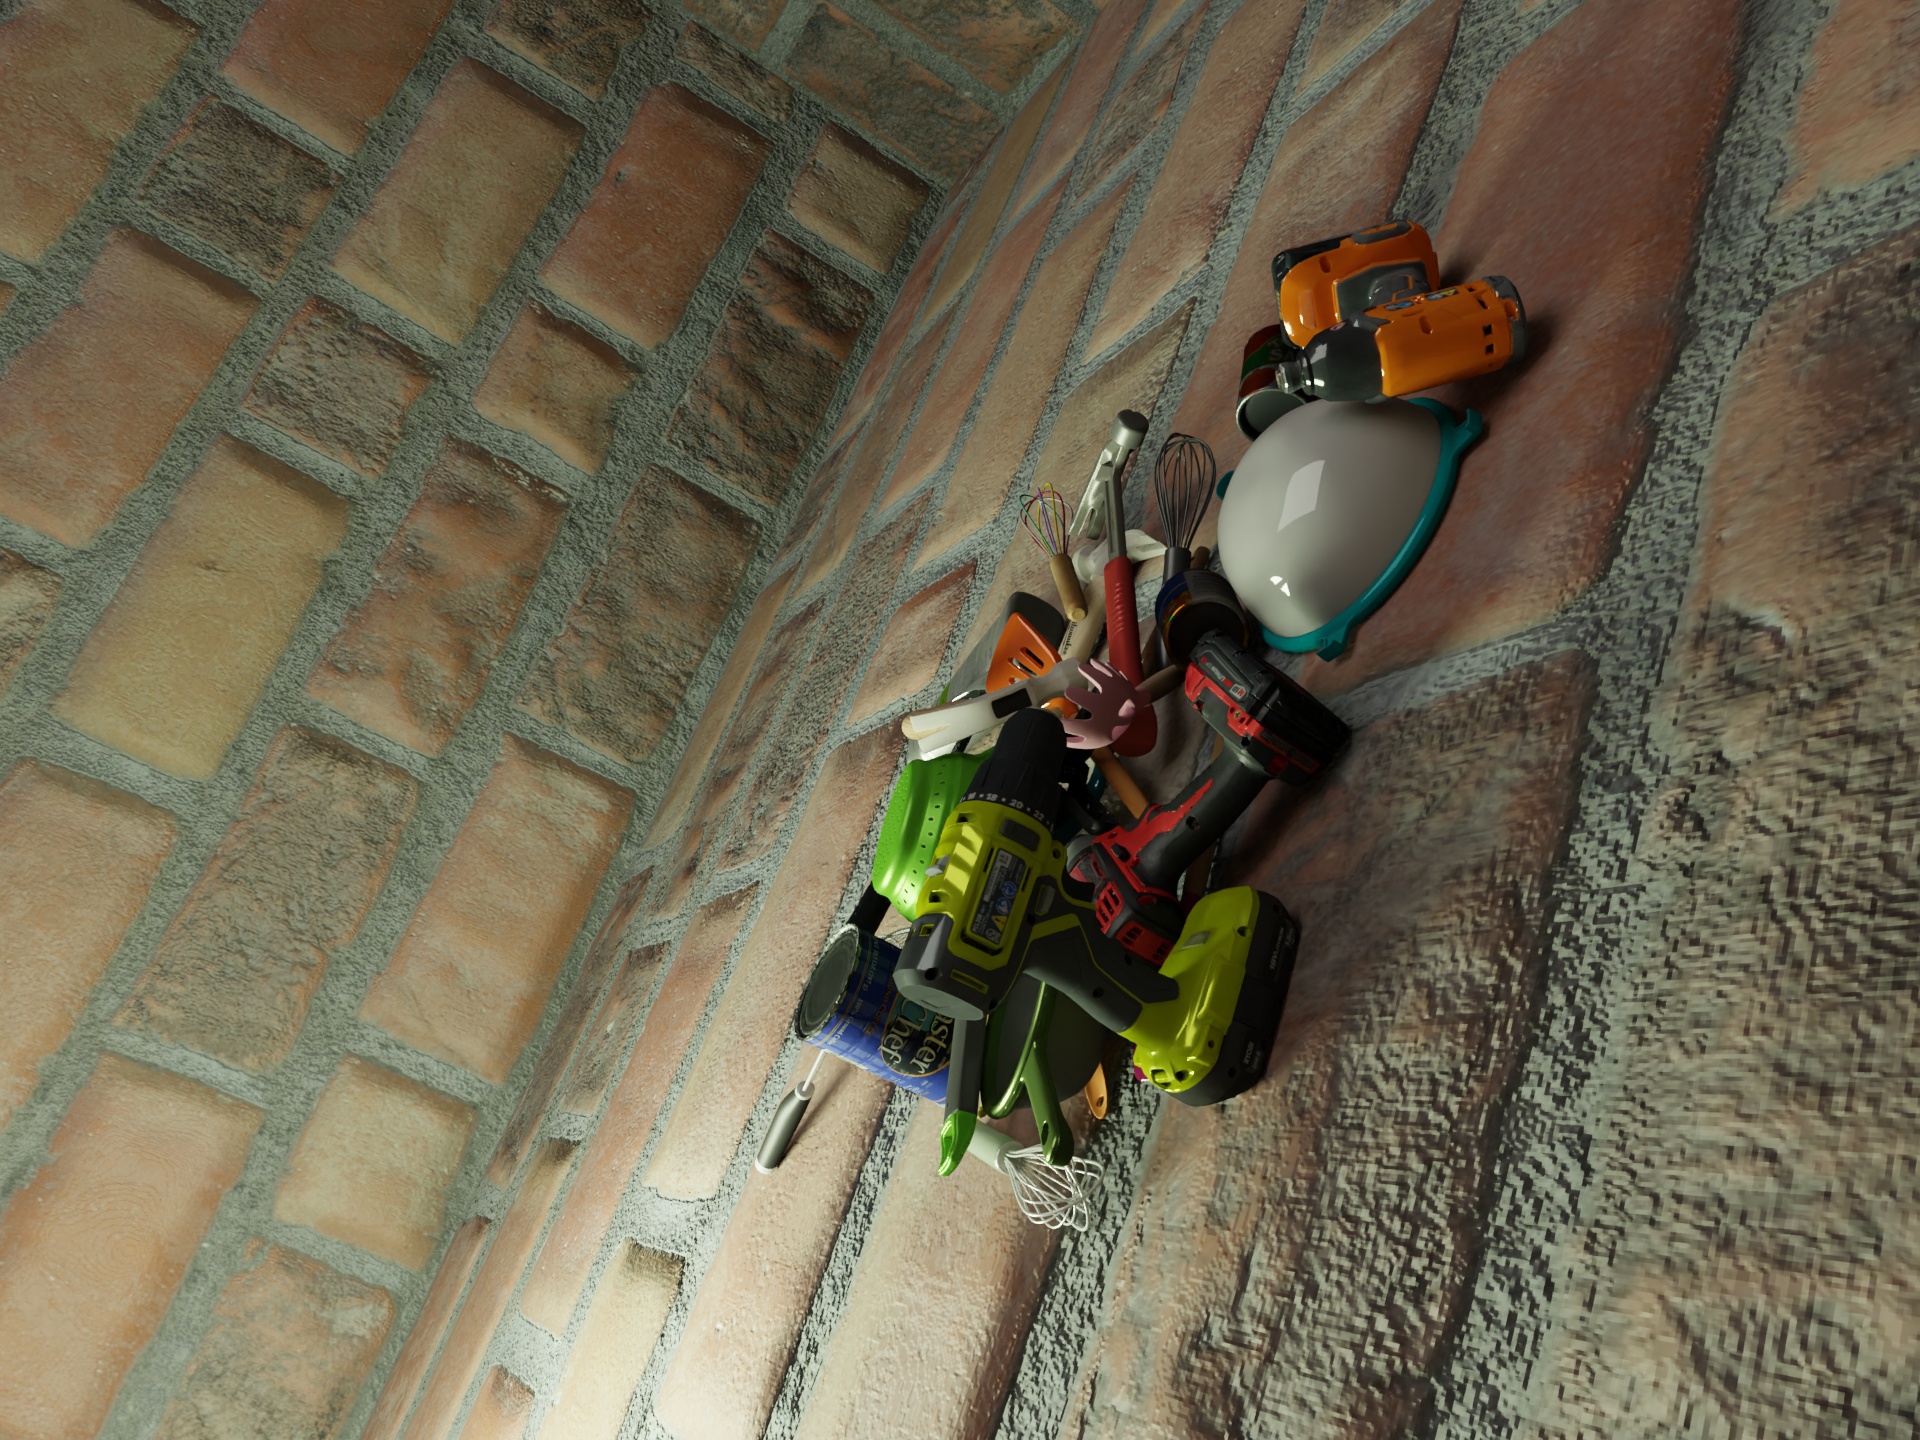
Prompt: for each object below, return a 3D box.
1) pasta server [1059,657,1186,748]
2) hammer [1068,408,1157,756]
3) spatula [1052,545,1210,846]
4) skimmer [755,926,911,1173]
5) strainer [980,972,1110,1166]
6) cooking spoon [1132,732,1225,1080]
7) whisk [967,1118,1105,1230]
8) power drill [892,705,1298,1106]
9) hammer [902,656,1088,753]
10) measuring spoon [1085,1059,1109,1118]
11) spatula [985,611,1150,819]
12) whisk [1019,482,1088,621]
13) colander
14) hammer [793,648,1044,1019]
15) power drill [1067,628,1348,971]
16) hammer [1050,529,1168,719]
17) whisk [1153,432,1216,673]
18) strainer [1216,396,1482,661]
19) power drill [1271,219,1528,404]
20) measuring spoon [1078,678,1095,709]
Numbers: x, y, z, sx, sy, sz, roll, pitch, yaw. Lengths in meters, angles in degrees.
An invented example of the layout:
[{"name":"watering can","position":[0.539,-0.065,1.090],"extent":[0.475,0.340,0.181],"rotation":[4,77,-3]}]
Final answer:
[{"name":"pasta server","position":[0.129,-0.023,1.149],"extent":[0.060,0.040,0.316],"rotation":[-71,-14,14]},{"name":"hammer","position":[0.133,-0.104,1.363],"extent":[0.149,0.036,0.359],"rotation":[111,166,-45]},{"name":"spatula","position":[0.133,-0.015,1.344],"extent":[0.082,0.044,0.317],"rotation":[7,68,62]},{"name":"skimmer","position":[-0.104,0.325,1.484],"extent":[0.127,0.090,0.363],"rotation":[-32,-26,-54]},{"name":"strainer","position":[0.071,0.221,1.047],"extent":[0.256,0.069,0.151],"rotation":[-106,33,-73]},{"name":"cooking spoon","position":[0.167,0.101,1.112],"extent":[0.069,0.017,0.319],"rotation":[-32,34,53]},{"name":"whisk","position":[0.039,0.309,1.117],"extent":[0.059,0.058,0.246],"rotation":[-30,6,-17]},{"name":"power drill","position":[0.087,0.115,0.961],"extent":[0.080,0.228,0.191],"rotation":[-29,36,60]},{"name":"hammer","position":[-0.002,-0.004,1.362],"extent":[0.130,0.031,0.331],"rotation":[-21,2,-15]},{"name":"measuring spoon","position":[0.095,0.238,1.123],"extent":[0.021,0.011,0.117],"rotation":[-52,23,24]},{"name":"spatula","position":[0.094,0.009,1.307],"extent":[0.323,0.041,0.081],"rotation":[-122,48,-59]},{"name":"whisk","position":[0.095,-0.169,1.560],"extent":[0.047,0.051,0.245],"rotation":[-46,27,22]},{"name":"colander","position":[-0.020,0.152,1.203],"extent":[0.397,0.094,0.204],"rotation":[-82,13,-45]},{"name":"hammer","position":[-0.046,0.103,1.450],"extent":[0.149,0.036,0.409],"rotation":[-34,23,56]},{"name":"power drill","position":[0.151,0.055,1.089],"extent":[0.219,0.078,0.143],"rotation":[-55,25,11]},{"name":"hammer","position":[0.078,0.009,1.477],"extent":[0.411,0.038,0.146],"rotation":[-65,19,-12]},{"name":"whisk","position":[0.185,-0.139,1.348],"extent":[0.055,0.055,0.239],"rotation":[-31,47,58]},{"name":"strainer","position":[0.239,-0.178,1.213],"extent":[0.211,0.095,0.341],"rotation":[-59,19,7]},{"name":"power drill","position":[0.293,-0.291,1.151],"extent":[0.164,0.084,0.227],"rotation":[-14,28,5]},{"name":"measuring spoon","position":[0.128,-0.050,1.402],"extent":[0.124,0.018,0.034],"rotation":[-55,-5,-47]}]
